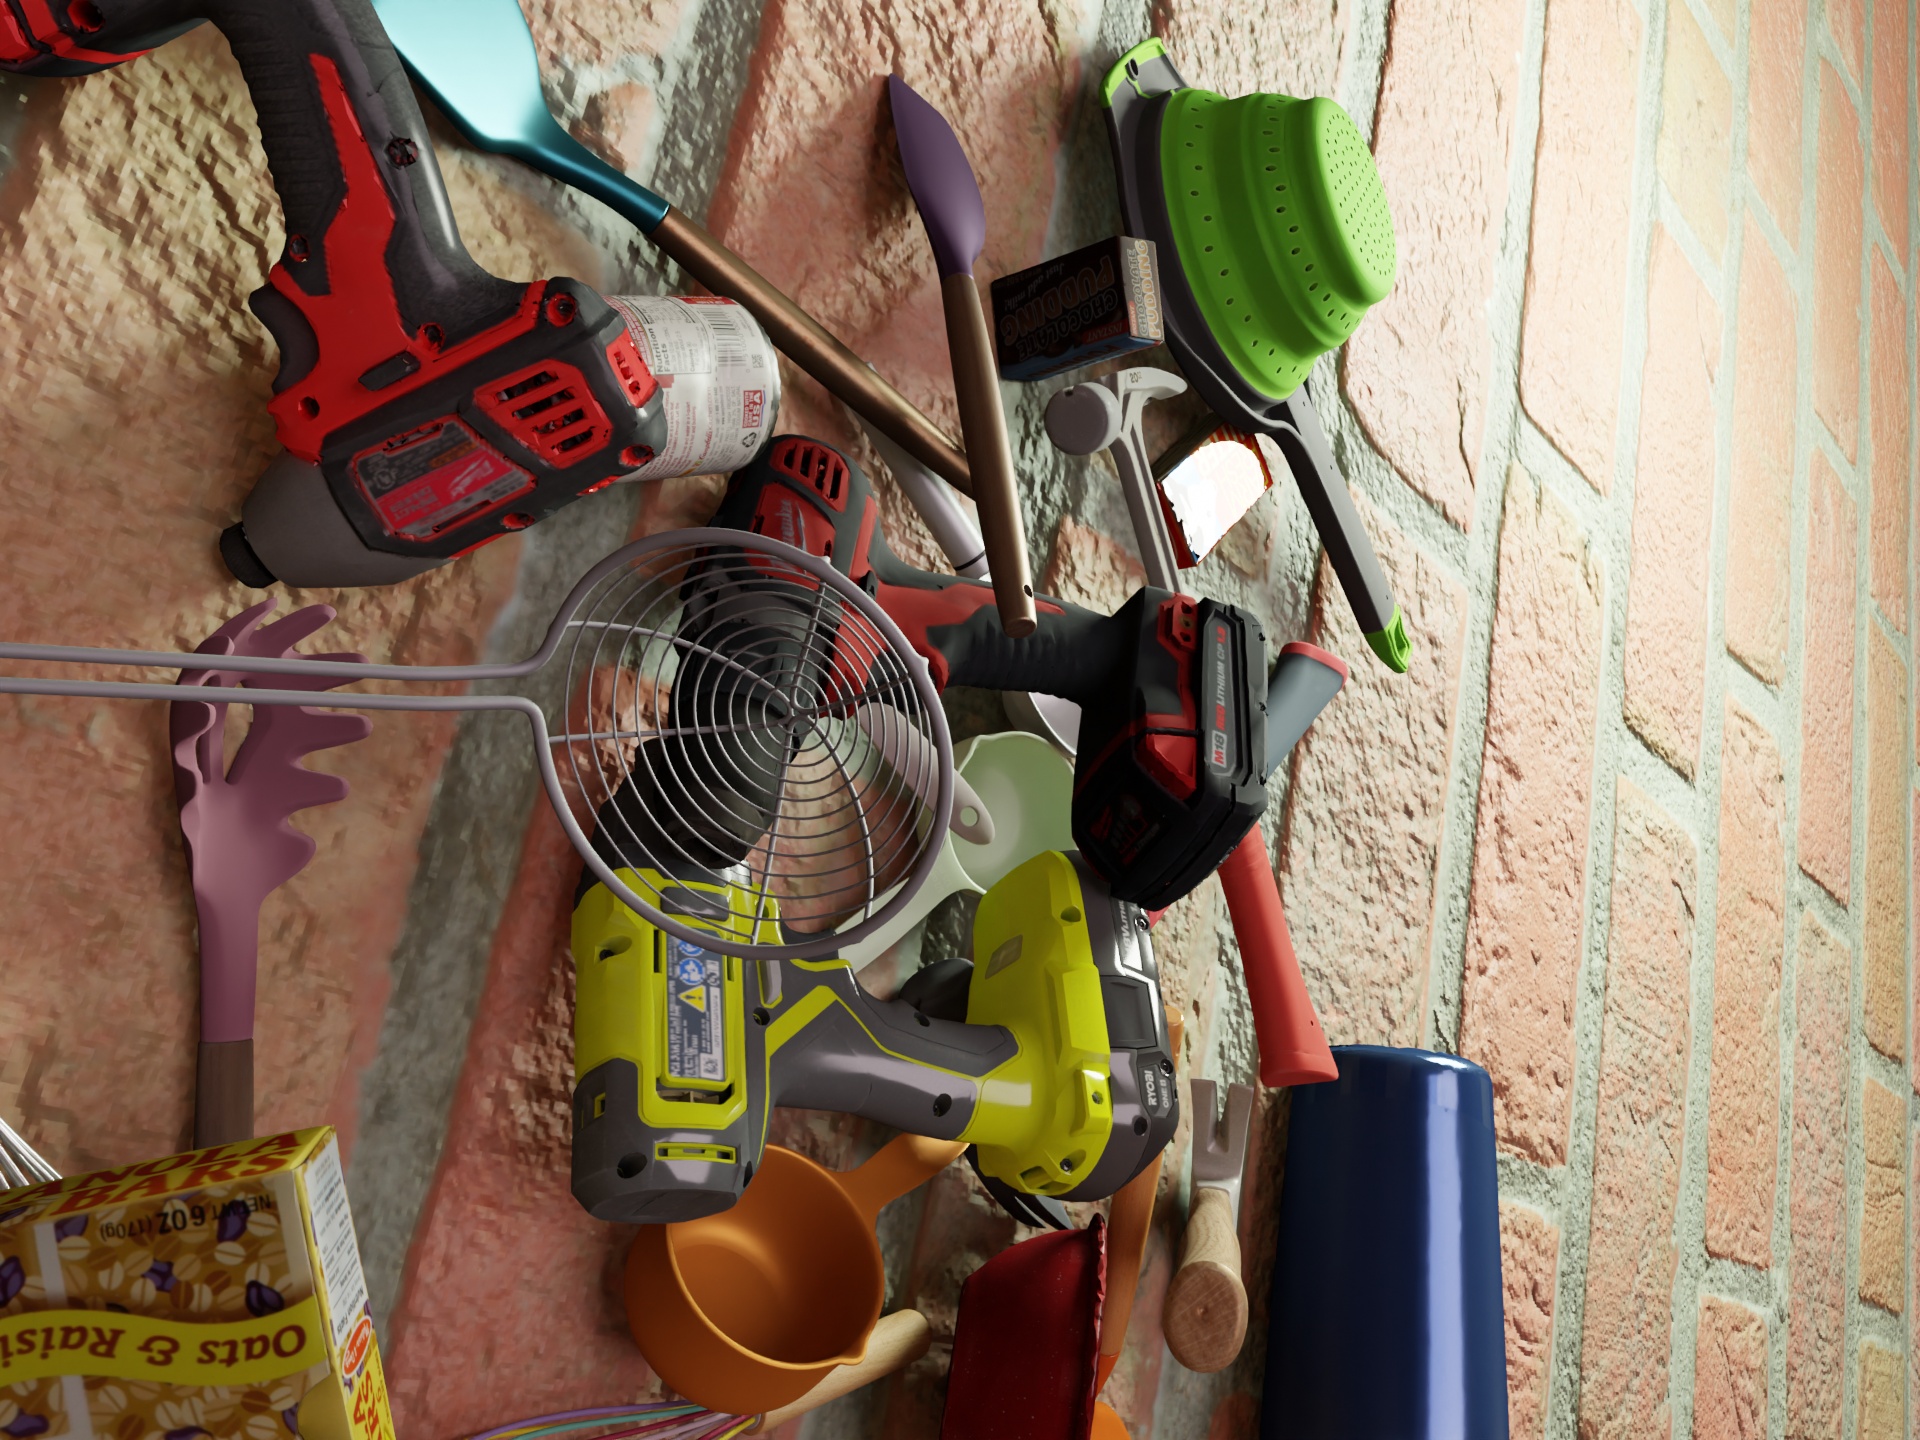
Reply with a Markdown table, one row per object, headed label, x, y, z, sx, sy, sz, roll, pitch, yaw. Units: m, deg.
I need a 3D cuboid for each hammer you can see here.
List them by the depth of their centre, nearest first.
| label | x | y | z | sx | sy | sz | roll | pitch | yaw |
| --- | --- | --- | --- | --- | --- | --- | --- | --- | --- |
| hammer | 0.107 | 0.223 | 0.679 | 0.331 | 0.031 | 0.130 | 50 | 45 | -76 |
| hammer | 0.123 | 0.006 | 0.778 | 0.149 | 0.037 | 0.359 | -29 | 104 | -64 |
| hammer | 0.114 | 0.083 | 0.824 | 0.386 | 0.038 | 0.143 | -43 | 117 | -41 |

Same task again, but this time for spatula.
| label | x | y | z | sx | sy | sz | roll | pitch | yaw |
| --- | --- | --- | --- | --- | --- | --- | --- | --- | --- |
| spatula | -0.091 | -0.181 | 0.616 | 0.317 | 0.044 | 0.082 | 35 | 52 | -31 |
| spatula | 0.004 | -0.163 | 0.667 | 0.059 | 0.018 | 0.316 | 27 | 43 | -41 |
| spatula | 0.076 | 0.261 | 0.702 | 0.081 | 0.041 | 0.322 | -34 | 137 | -51 |

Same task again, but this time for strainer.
| label | x | y | z | sx | sy | sz | roll | pitch | yaw |
| --- | --- | --- | --- | --- | --- | --- | --- | --- | --- |
| strainer | 0.010 | -0.065 | 0.729 | 0.258 | 0.050 | 0.087 | 56 | 30 | -19 |

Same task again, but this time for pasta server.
| label | x | y | z | sx | sy | sz | roll | pitch | yaw |
| --- | --- | --- | --- | --- | --- | --- | --- | --- | --- |
| pasta server | -0.213 | 0.122 | 0.471 | 0.060 | 0.040 | 0.316 | 9 | 80 | -65 |

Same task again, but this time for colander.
| label | x | y | z | sx | sy | sz | roll | pitch | yaw |
| --- | --- | --- | --- | --- | --- | --- | --- | --- | --- |
| colander | 0.211 | -0.201 | 0.890 | 0.396 | 0.094 | 0.205 | 60 | 37 | -22 |

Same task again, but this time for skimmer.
| label | x | y | z | sx | sy | sz | roll | pitch | yaw |
| --- | --- | --- | --- | --- | --- | --- | --- | --- | --- |
| skimmer | -0.182 | 0.001 | 0.394 | 0.363 | 0.090 | 0.127 | 3 | 115 | -24 |

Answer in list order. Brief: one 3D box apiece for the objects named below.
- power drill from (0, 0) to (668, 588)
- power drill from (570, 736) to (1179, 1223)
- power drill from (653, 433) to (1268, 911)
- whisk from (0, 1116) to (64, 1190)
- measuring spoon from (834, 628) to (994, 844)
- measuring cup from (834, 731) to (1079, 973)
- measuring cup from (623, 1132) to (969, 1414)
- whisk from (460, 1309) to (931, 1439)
| label | x | y | z | sx | sy | sz | roll | pitch | yaw |
| --- | --- | --- | --- | --- | --- | --- | --- | --- | --- |
| power drill | -0.196 | -0.144 | 0.458 | 0.219 | 0.143 | 0.079 | 62 | 8 | -21 |
| power drill | -0.034 | 0.099 | 0.599 | 0.223 | 0.080 | 0.171 | 13 | 56 | -30 |
| power drill | -0.001 | -0.002 | 0.603 | 0.226 | 0.080 | 0.188 | 20 | 49 | -12 |
| whisk | -0.263 | 0.102 | 0.416 | 0.058 | 0.059 | 0.246 | -27 | 100 | -27 |
| measuring spoon | -0.026 | 0.005 | 0.666 | 0.124 | 0.018 | 0.034 | 48 | 68 | -6 |
| measuring cup | -0.017 | 0.067 | 0.694 | 0.167 | 0.038 | 0.083 | -36 | 108 | -27 |
| measuring cup | -0.055 | 0.197 | 0.609 | 0.095 | 0.052 | 0.173 | 48 | 30 | 16 |
| whisk | -0.096 | 0.254 | 0.581 | 0.244 | 0.047 | 0.051 | 2 | 96 | -51 |
